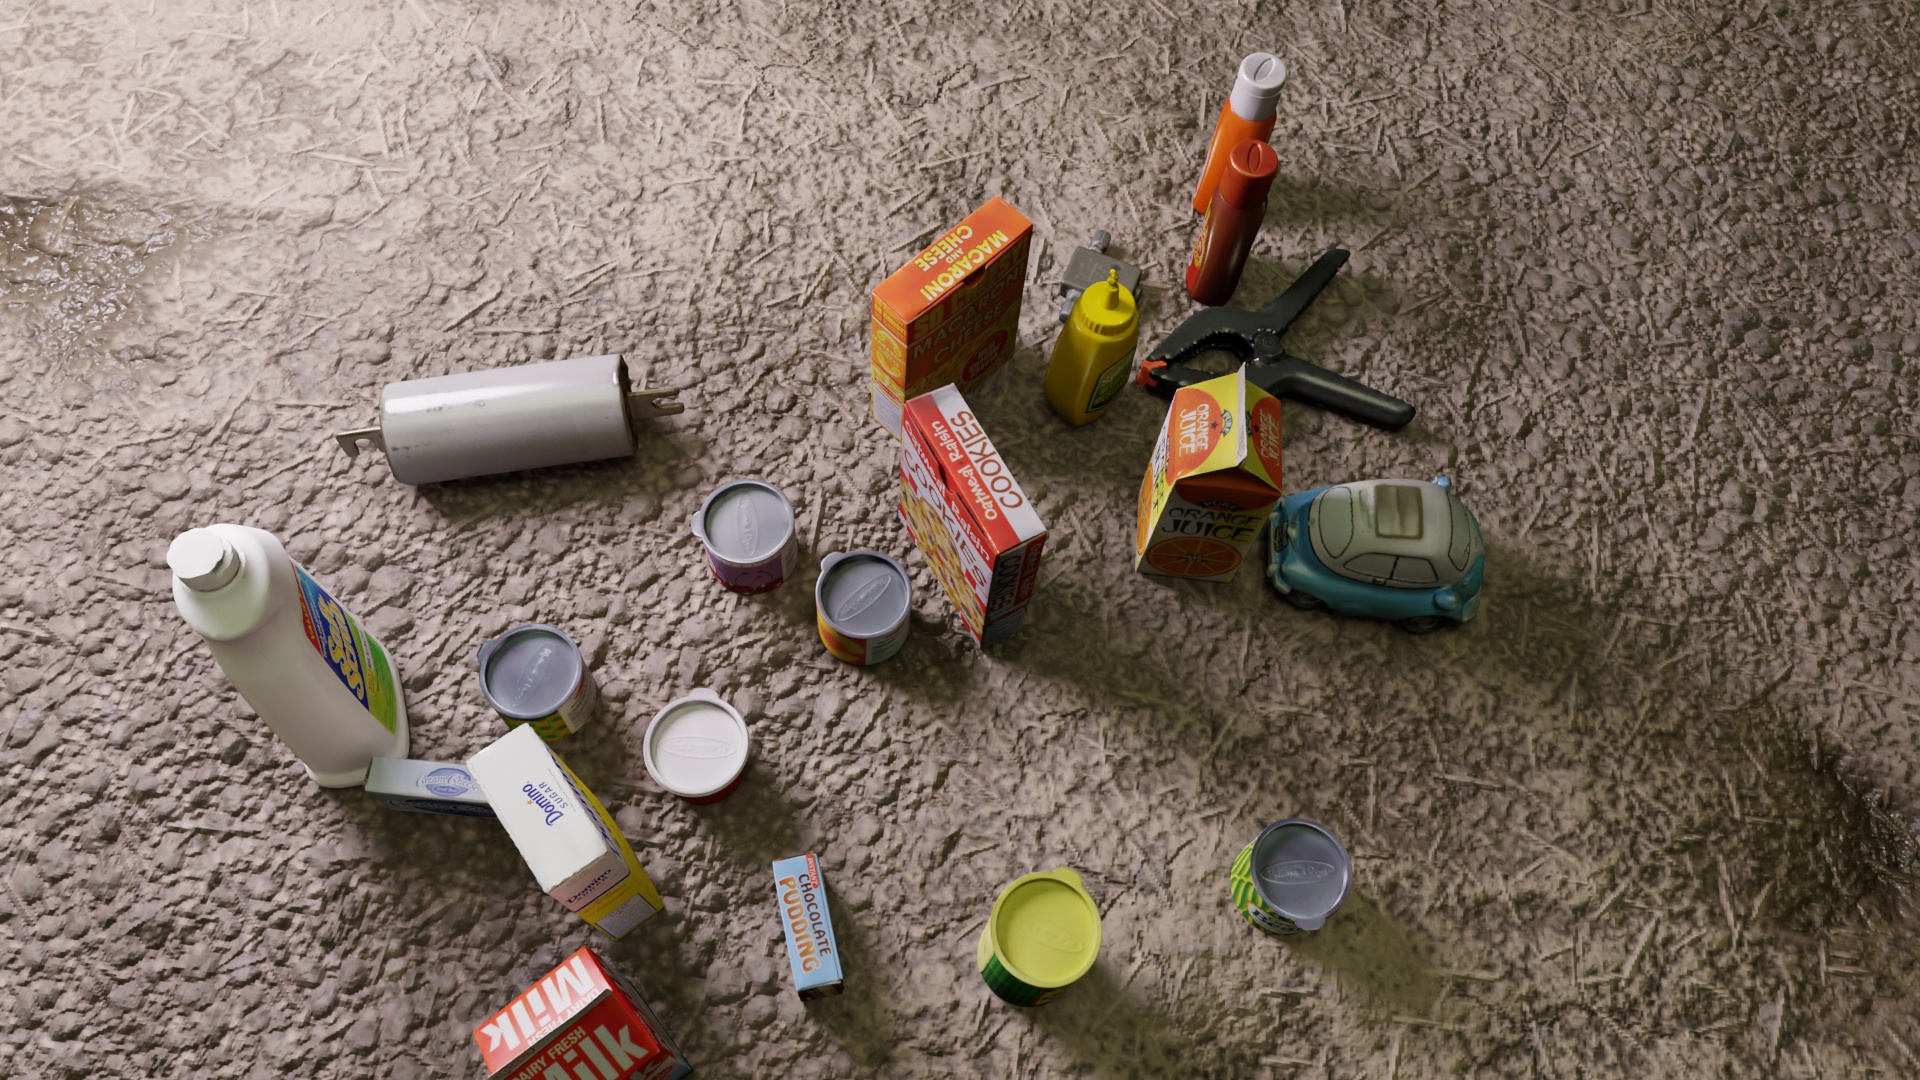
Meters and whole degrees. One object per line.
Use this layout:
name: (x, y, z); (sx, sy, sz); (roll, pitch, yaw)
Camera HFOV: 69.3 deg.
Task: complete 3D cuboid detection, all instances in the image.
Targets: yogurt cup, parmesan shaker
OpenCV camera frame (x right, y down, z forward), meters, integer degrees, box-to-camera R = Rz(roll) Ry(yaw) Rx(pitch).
yogurt cup: (-0.172, 0.143, 0.921); (0.072, 0.053, 0.072); (2, 65, -3)
parmesan shaker: (0.049, 0.247, 0.859); (0.071, 0.102, 0.071); (2, 65, -3)

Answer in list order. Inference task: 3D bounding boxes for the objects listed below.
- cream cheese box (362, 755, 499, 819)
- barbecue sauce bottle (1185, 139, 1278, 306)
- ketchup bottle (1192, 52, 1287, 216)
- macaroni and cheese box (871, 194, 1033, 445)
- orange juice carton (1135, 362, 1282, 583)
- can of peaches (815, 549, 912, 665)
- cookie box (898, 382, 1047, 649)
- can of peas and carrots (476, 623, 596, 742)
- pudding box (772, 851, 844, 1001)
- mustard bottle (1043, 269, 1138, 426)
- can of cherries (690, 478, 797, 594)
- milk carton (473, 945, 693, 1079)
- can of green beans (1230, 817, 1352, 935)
cream cheese box: (-0.326, 0.162, 0.901); (0.104, 0.053, 0.024); (6, 65, -1)
barbecue sauce bottle: (0.212, -0.249, 1.082); (0.044, 0.148, 0.065); (12, 65, 2)
ketchup bottle: (0.227, -0.326, 1.120); (0.043, 0.148, 0.065); (30, 67, 10)
macaroni and cheese box: (-0.008, -0.156, 1.013); (0.124, 0.165, 0.040); (-41, 74, -20)
orange juice carton: (0.173, -0.043, 0.957); (0.073, 0.191, 0.072); (7, 65, -1)
can of peaches: (-0.069, 0.046, 0.972); (0.071, 0.057, 0.071); (2, 65, -3)
cookie box: (0.003, -0.012, 0.944); (0.040, 0.166, 0.123); (-26, 69, -15)
can of peas and carrots: (-0.285, 0.096, 0.933); (0.071, 0.058, 0.071); (2, 65, -3)
pudding box: (-0.096, 0.245, 0.880); (0.030, 0.049, 0.084); (-11, 66, -9)
mustard bottle: (0.100, -0.145, 1.018); (0.065, 0.159, 0.049); (-40, 73, -19)
can of cherries: (-0.153, -0.002, 0.989); (0.071, 0.058, 0.072); (2, 65, -3)
milk carton: (-0.210, 0.284, 0.775); (0.072, 0.189, 0.073); (-36, 72, -18)
can of green beans: (0.215, 0.221, 0.908); (0.071, 0.057, 0.071); (2, 65, -3)
